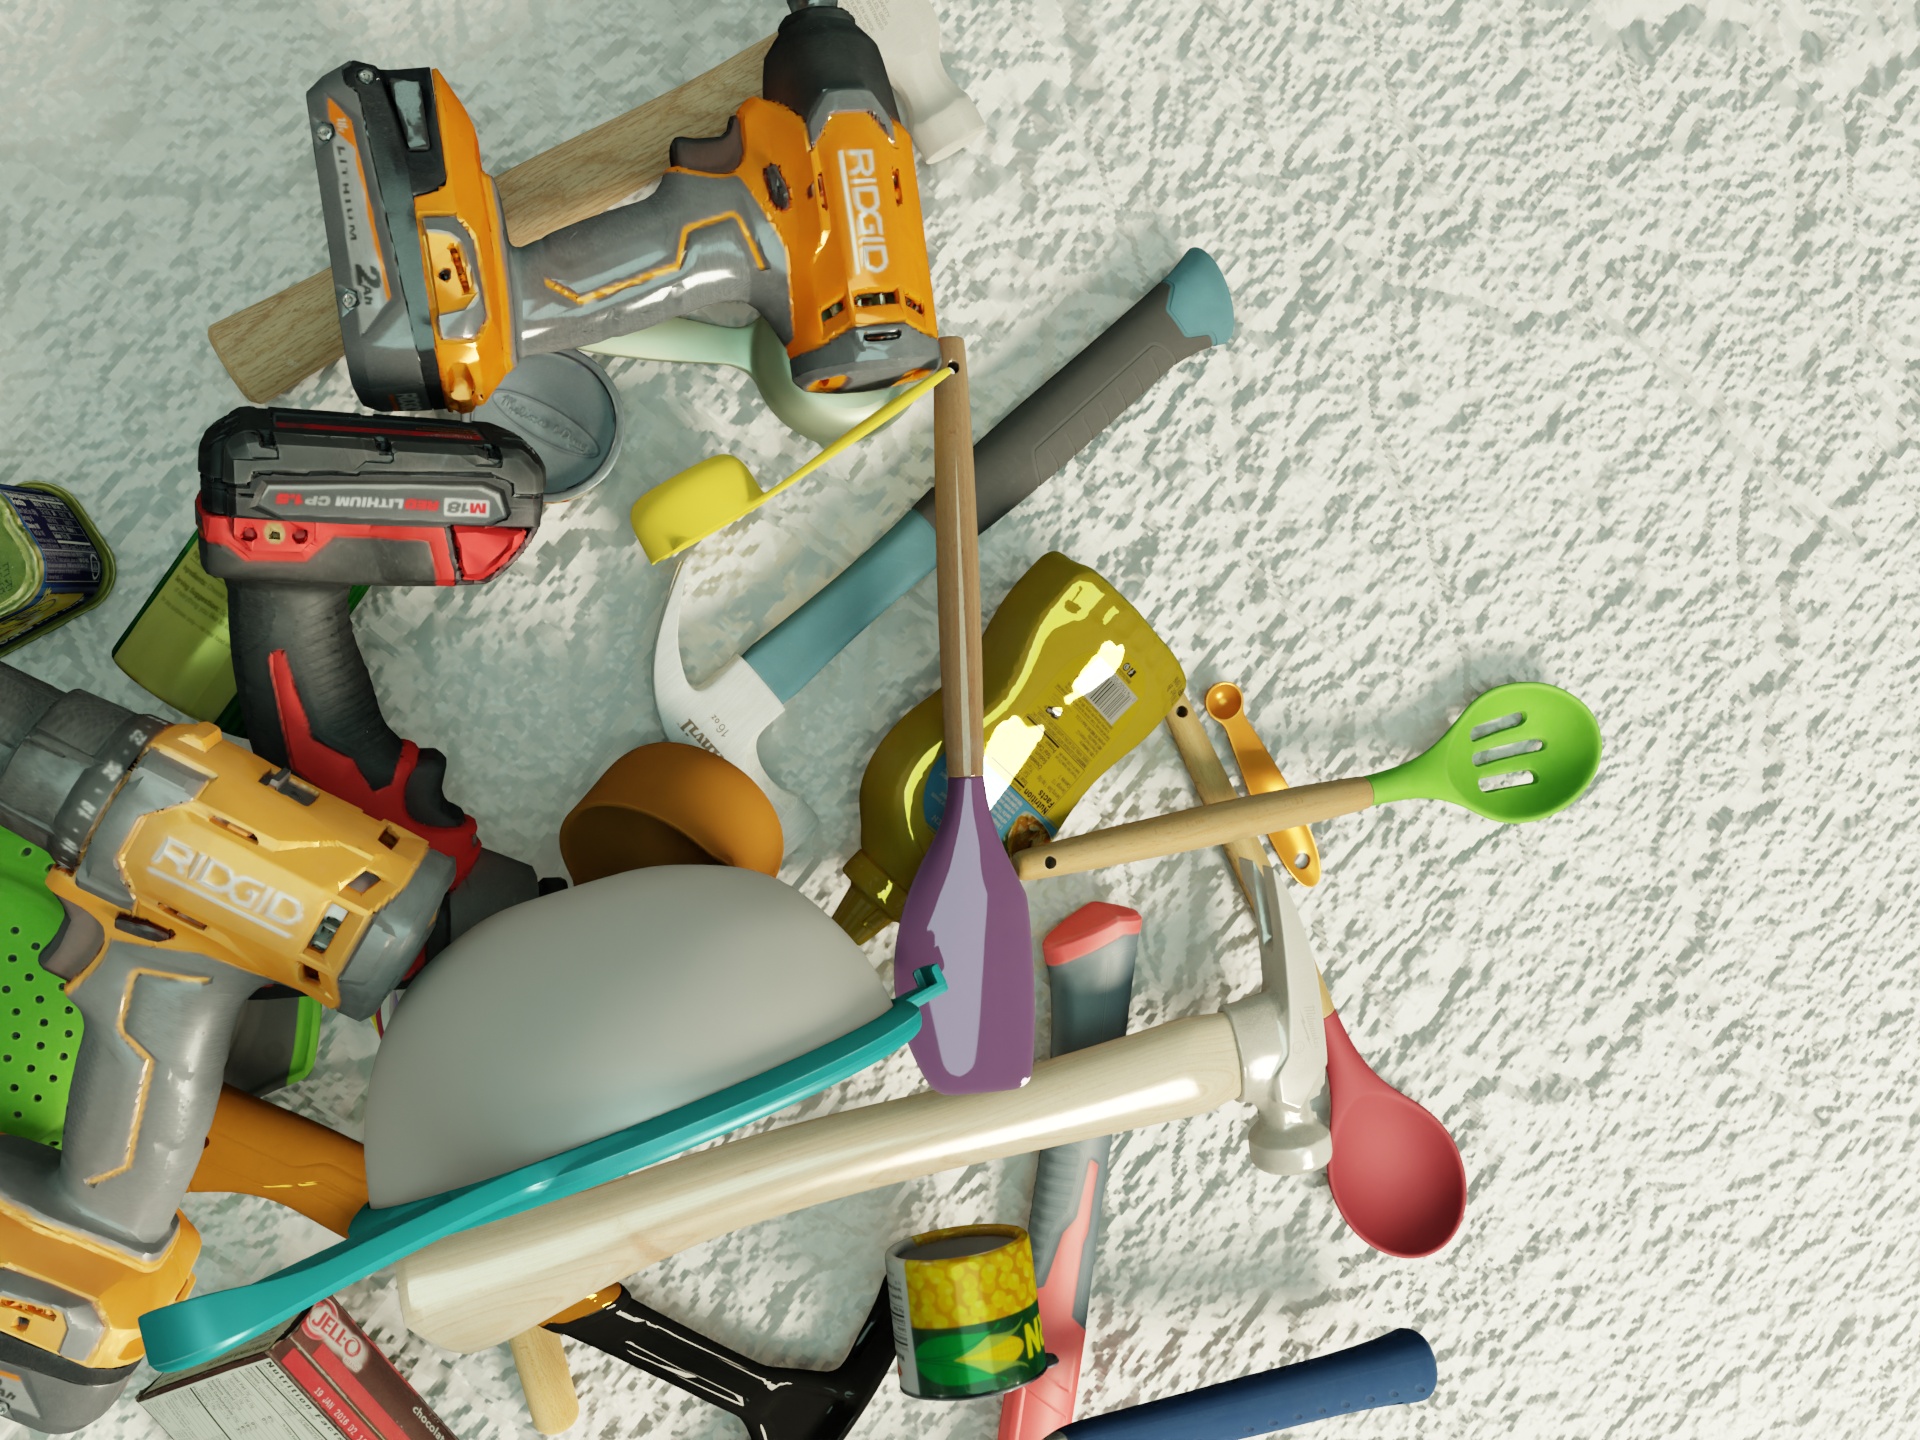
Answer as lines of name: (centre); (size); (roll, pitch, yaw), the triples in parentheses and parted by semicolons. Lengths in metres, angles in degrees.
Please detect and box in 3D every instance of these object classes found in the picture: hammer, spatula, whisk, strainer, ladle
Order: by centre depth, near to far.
strainer: (-0.143, 0.105, 0.516); (0.211, 0.340, 0.095); (-21, 84, 14)
spatula: (-0.001, -0.002, 0.663); (0.059, 0.018, 0.316); (-1, 89, -10)
hammer: (-0.158, -0.231, 0.666); (0.331, 0.031, 0.130); (-31, 102, -8)
hammer: (-0.173, 0.231, 0.671); (0.336, 0.034, 0.127); (37, 86, -26)
hammer: (-0.028, 0.170, 0.678); (0.410, 0.038, 0.146); (-11, 97, -19)
whisk: (-0.208, 0.201, 0.691); (0.047, 0.051, 0.245); (-18, 105, -26)
hammer: (0.030, 0.323, 0.695); (0.405, 0.144, 0.035); (-2, 52, -23)
hammer: (-0.002, -0.093, 0.716); (0.331, 0.033, 0.128); (-42, 104, -7)
hammer: (0.059, 0.281, 0.762); (0.143, 0.038, 0.386); (7, 93, -15)
ladle: (0.165, 0.122, 0.778); (0.069, 0.031, 0.315); (-28, 99, -10)

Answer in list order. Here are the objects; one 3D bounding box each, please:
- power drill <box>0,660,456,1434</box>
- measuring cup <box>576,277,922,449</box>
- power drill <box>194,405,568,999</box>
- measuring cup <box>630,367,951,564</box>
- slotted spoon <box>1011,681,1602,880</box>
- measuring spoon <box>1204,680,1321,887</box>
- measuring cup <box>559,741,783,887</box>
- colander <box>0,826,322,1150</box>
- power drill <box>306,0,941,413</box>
power drill: (-0.303, 0.099, 0.528); (0.185, 0.084, 0.226); (31, 95, -14)
measuring cup: (-0.095, -0.163, 0.683); (0.167, 0.038, 0.083); (3, 94, -16)
power drill: (-0.216, -0.001, 0.601); (0.143, 0.079, 0.219); (0, 107, -24)
measuring cup: (-0.073, -0.113, 0.658); (0.156, 0.062, 0.029); (-29, 98, 22)
slotted spoon: (0.169, 0.036, 0.751); (0.313, 0.031, 0.070); (-11, 93, -20)
measuring spoon: (0.147, 0.032, 0.775); (0.021, 0.011, 0.117); (-31, 105, -9)
measuring cup: (-0.097, 0.082, 0.692); (0.173, 0.095, 0.052); (55, 42, -26)
colander: (-0.456, 0.104, 0.595); (0.397, 0.094, 0.204); (1, 95, -13)
power drill: (-0.126, -0.205, 0.619); (0.226, 0.084, 0.164); (-8, 93, -15)
